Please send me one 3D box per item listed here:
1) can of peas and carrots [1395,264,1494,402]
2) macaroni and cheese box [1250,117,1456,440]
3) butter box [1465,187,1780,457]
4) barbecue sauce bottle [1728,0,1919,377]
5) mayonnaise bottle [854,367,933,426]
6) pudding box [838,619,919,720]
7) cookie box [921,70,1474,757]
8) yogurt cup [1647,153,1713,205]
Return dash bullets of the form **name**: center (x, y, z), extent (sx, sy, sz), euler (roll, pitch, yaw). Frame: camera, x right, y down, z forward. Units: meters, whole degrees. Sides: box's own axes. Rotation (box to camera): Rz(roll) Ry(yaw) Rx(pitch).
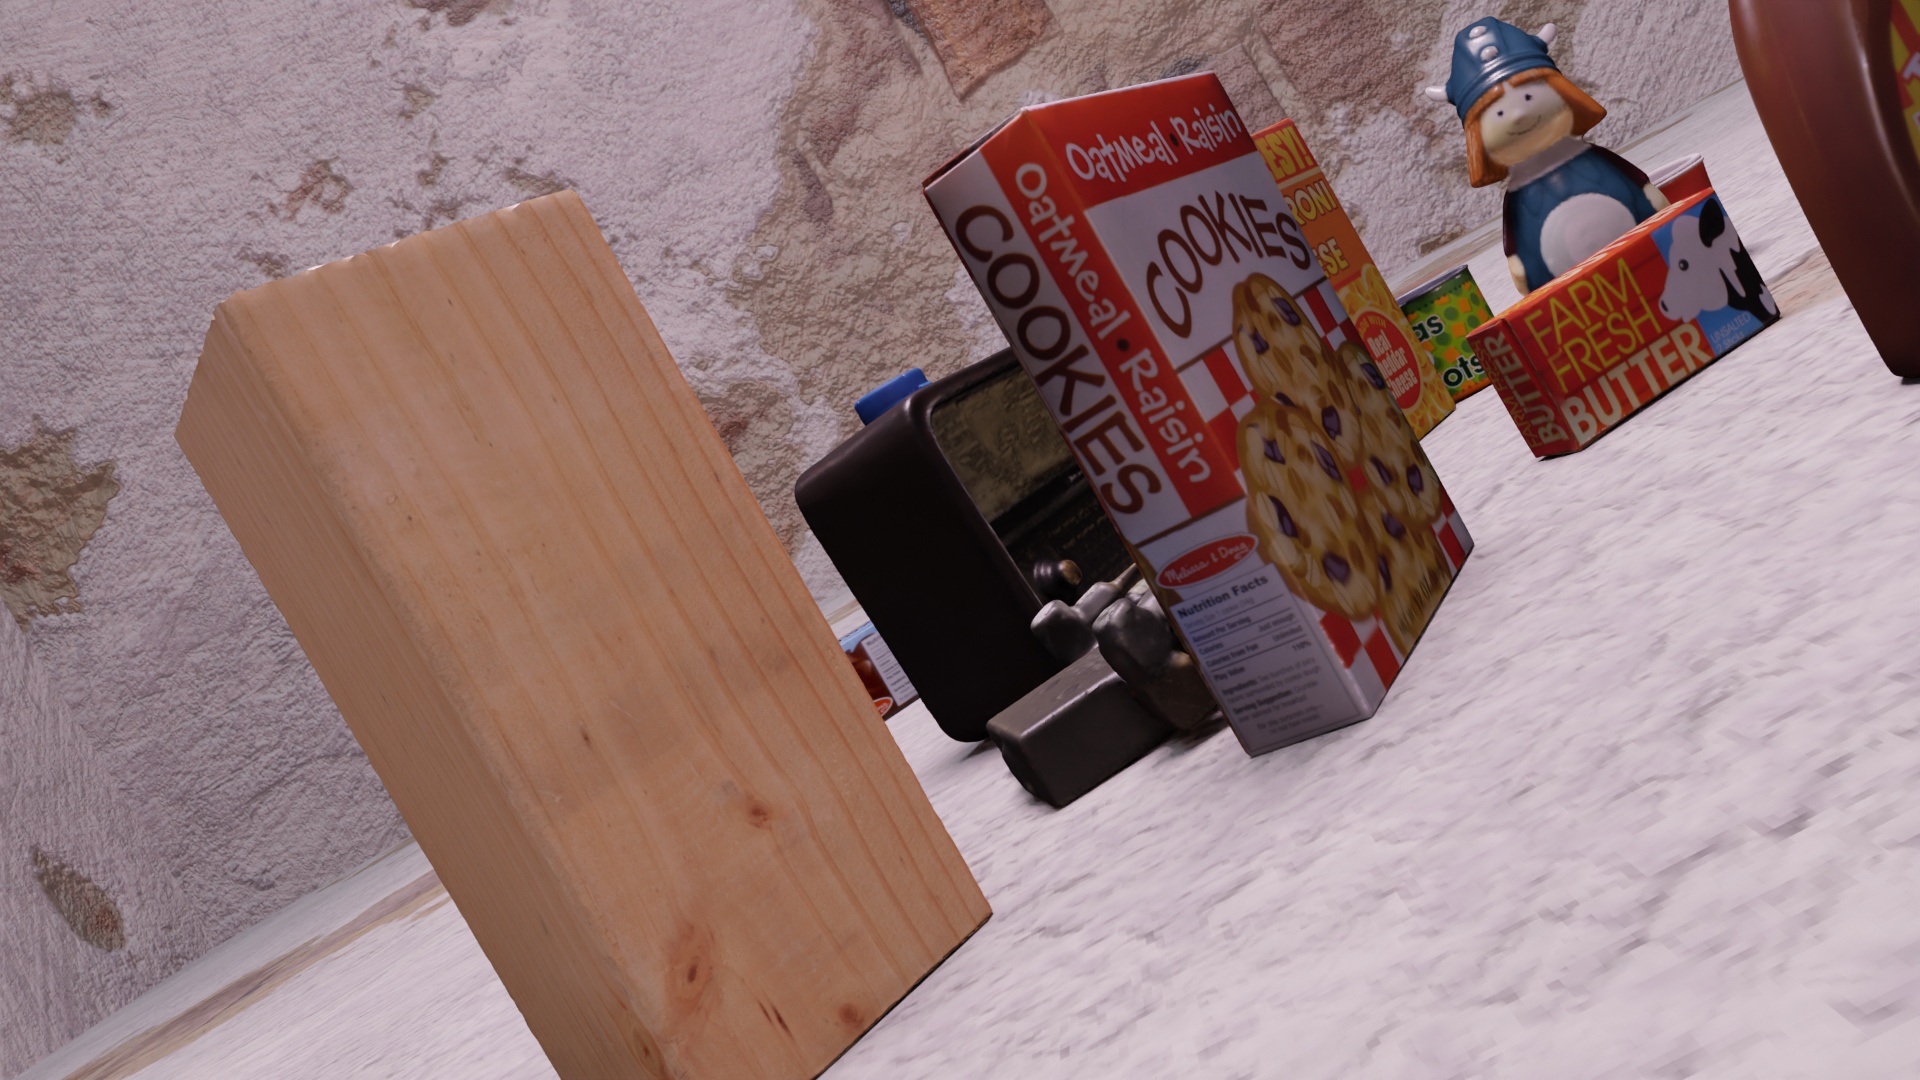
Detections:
- **can of peas and carrots**: center (0.246, -0.102, 0.724), extent (0.071, 0.058, 0.071), euler (-30, 3, 2)
- **macaroni and cheese box**: center (0.155, -0.107, 0.654), extent (0.124, 0.166, 0.040), euler (-33, 4, -42)
- **butter box**: center (0.232, -0.076, 0.485), extent (0.104, 0.053, 0.024), euler (-31, 3, -14)
- **barbecue sauce bottle**: center (0.224, -0.118, 0.341), extent (0.065, 0.148, 0.043), euler (-31, 3, -19)
- **mayonnaise bottle**: center (0.002, -0.008, 0.648), extent (0.041, 0.148, 0.065), euler (-29, 3, 28)
- **pudding box**: center (-0.049, 0.072, 0.754), extent (0.084, 0.049, 0.030), euler (-32, 3, -27)
- **cookie box**: center (0.073, -0.044, 0.385), extent (0.040, 0.167, 0.123), euler (-28, 3, 37)
- **yogurt cup**: center (0.329, -0.143, 0.660), extent (0.072, 0.054, 0.072), euler (-30, 3, 2)
